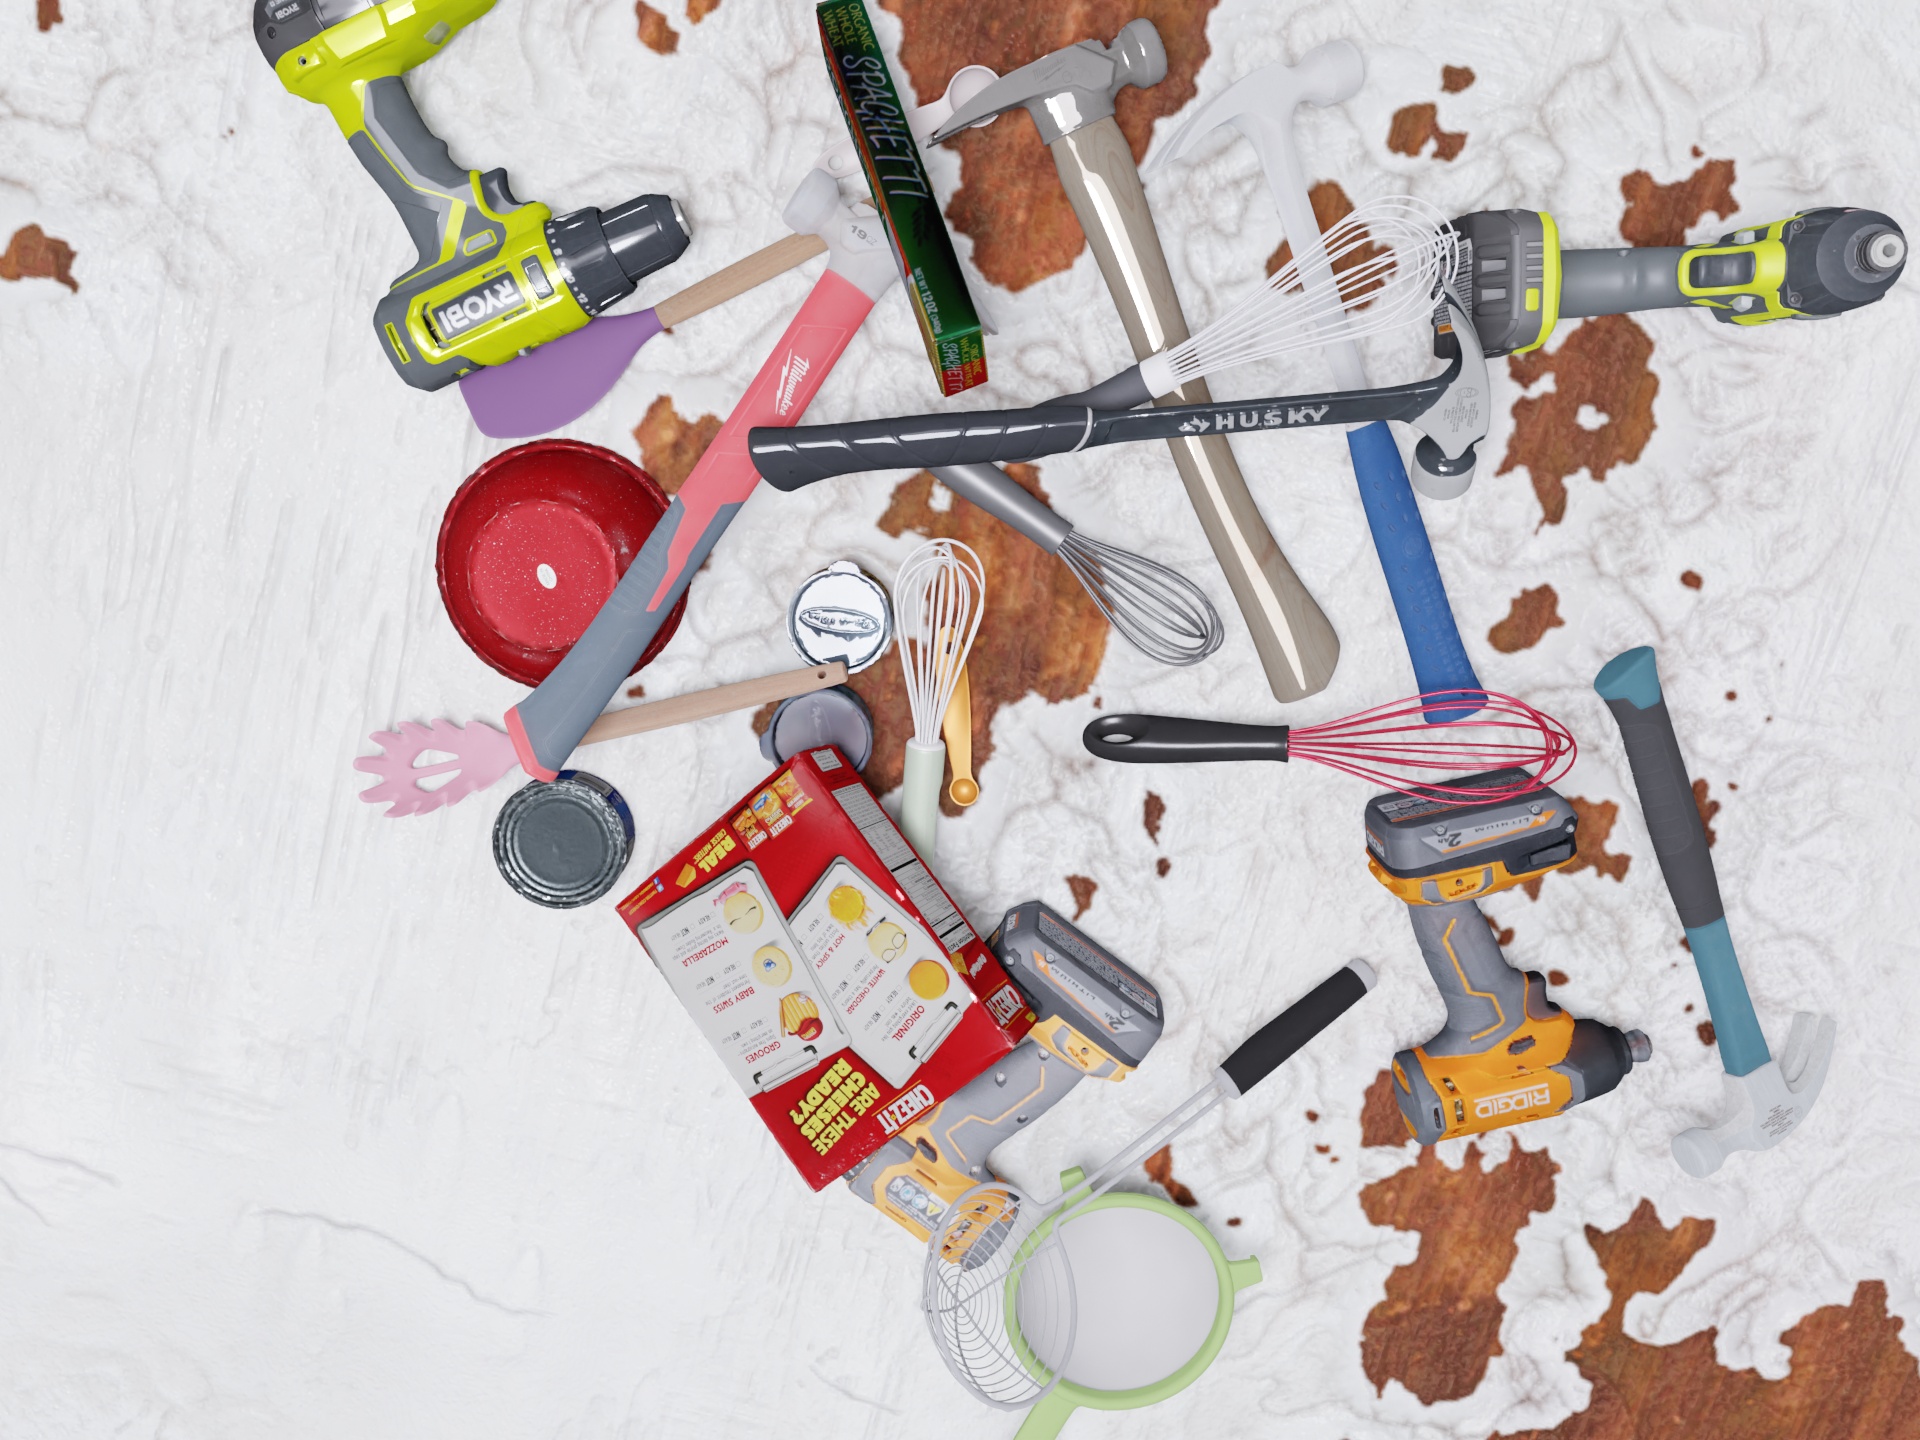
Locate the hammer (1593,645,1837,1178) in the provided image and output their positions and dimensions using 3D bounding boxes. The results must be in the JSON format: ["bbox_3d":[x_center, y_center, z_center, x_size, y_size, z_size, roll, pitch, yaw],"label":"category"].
[{"bbox_3d":[0.468,0.115,1.012,0.128,0.033,0.331,-21,96,-16],"label":"hammer"}]

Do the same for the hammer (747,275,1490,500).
[{"bbox_3d":[0.085,-0.165,0.880,0.409,0.149,0.036,-4,60,6],"label":"hammer"}]

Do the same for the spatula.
[{"bbox_3d":[-0.159,-0.254,0.966,0.316,0.018,0.060,-25,92,6],"label":"spatula"}]

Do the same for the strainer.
[{"bbox_3d":[0.076,0.417,1.063,0.151,0.069,0.256,28,99,-7],"label":"strainer"}]

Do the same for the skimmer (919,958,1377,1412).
[{"bbox_3d":[0.130,0.267,0.973,0.363,0.090,0.127,-35,100,-13],"label":"skimmer"}]

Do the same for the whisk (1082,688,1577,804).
[{"bbox_3d":[0.221,0.015,0.976,0.296,0.073,0.073,1,101,15],"label":"whisk"}]

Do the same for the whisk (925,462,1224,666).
[{"bbox_3d":[0.061,-0.111,0.982,0.239,0.055,0.055,36,99,-1],"label":"whisk"}]

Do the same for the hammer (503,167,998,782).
[{"bbox_3d":[-0.135,-0.123,0.942,0.143,0.038,0.386,33,91,-19],"label":"hammer"}]

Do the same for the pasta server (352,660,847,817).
[{"bbox_3d":[-0.224,0.004,0.990,0.316,0.040,0.060,-13,85,9],"label":"pasta server"}]

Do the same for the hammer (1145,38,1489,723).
[{"bbox_3d":[0.234,-0.186,0.954,0.144,0.035,0.405,-26,104,-18],"label":"hammer"}]

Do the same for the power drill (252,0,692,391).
[{"bbox_3d":[-0.282,-0.329,0.925,0.190,0.080,0.228,-24,102,5],"label":"power drill"}]

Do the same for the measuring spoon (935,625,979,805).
[{"bbox_3d":[-0.002,-0.003,1.018,0.021,0.011,0.117,-4,97,14],"label":"measuring spoon"}]

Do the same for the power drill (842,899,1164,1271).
[{"bbox_3d":[-0.001,0.224,1.027,0.185,0.084,0.226,37,103,-4],"label":"power drill"}]

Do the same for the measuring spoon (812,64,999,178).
[{"bbox_3d":[-0.032,-0.355,0.951,0.124,0.018,0.034,-21,116,11],"label":"measuring spoon"}]

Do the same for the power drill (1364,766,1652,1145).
[{"bbox_3d":[0.348,0.150,1.011,0.164,0.084,0.226,-12,104,1],"label":"power drill"}]

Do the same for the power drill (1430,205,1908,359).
[{"bbox_3d":[0.391,-0.250,0.890,0.223,0.171,0.080,-3,101,4],"label":"power drill"}]

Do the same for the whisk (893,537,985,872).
[{"bbox_3d":[-0.020,0.007,0.997,0.059,0.058,0.246,-1,109,-20],"label":"whisk"}]

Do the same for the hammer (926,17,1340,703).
[{"bbox_3d":[0.123,-0.196,0.959,0.146,0.038,0.410,-25,101,-5],"label":"hammer"}]

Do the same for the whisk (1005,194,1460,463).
[{"bbox_3d":[0.142,-0.208,0.893,0.284,0.070,0.070,-22,100,25],"label":"whisk"}]
